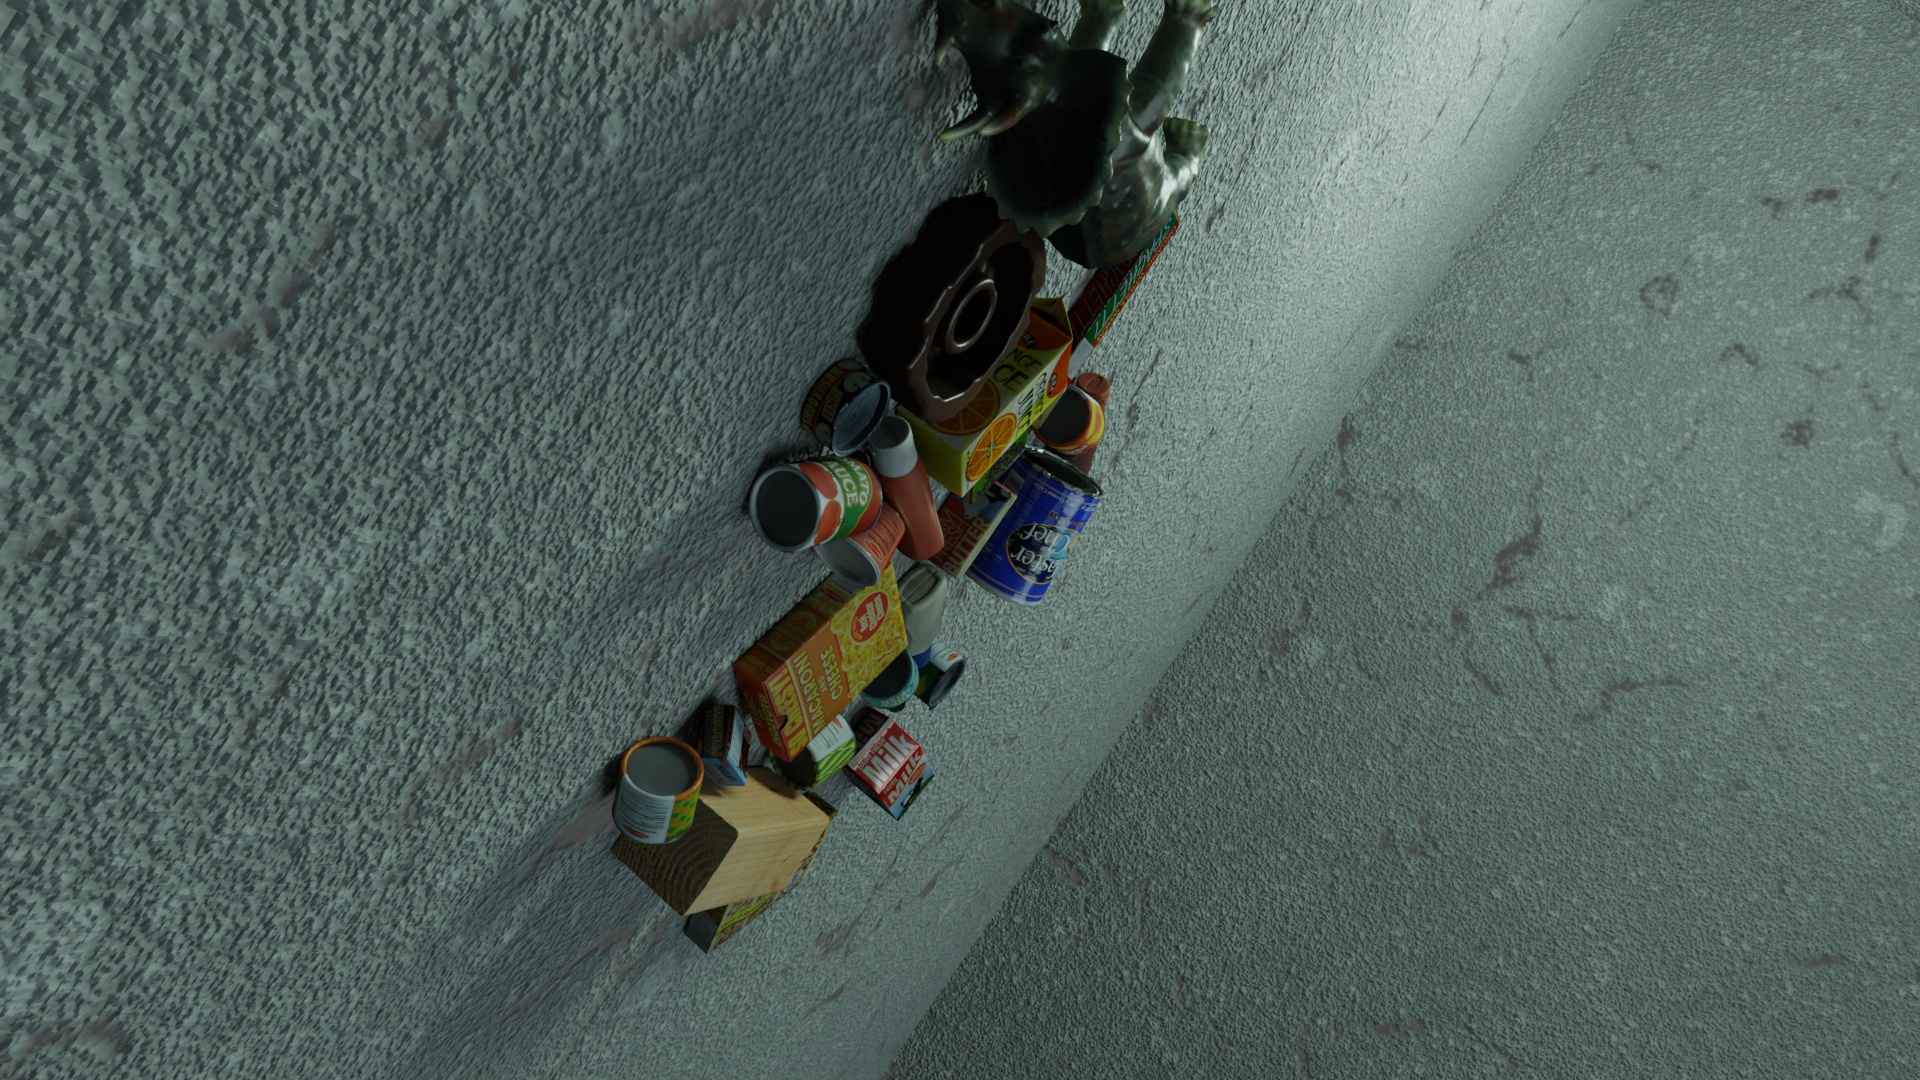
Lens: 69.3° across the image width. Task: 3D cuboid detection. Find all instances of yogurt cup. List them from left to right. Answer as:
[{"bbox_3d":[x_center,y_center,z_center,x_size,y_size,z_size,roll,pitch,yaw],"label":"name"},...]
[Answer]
[{"bbox_3d":[-0.083,-0.003,1.157,0.054,0.072,0.072,-54,164,-27],"label":"yogurt cup"}]

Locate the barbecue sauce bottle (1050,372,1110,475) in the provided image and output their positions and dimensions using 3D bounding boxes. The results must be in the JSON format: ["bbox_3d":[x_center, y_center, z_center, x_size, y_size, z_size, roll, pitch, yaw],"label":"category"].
[{"bbox_3d":[0.129,-0.117,1.514,0.065,0.044,0.147,-41,157,-37],"label":"barbecue sauce bottle"}]

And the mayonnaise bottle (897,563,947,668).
[{"bbox_3d":[-0.046,0.085,1.442,0.065,0.041,0.147,-43,160,-26],"label":"mayonnaise bottle"}]

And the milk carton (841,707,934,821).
[{"bbox_3d":[-0.089,0.252,1.579,0.072,0.073,0.189,-49,161,-15],"label":"milk carton"}]

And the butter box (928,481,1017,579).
[{"bbox_3d":[0.005,-0.017,1.366,0.103,0.053,0.024,-55,165,5],"label":"butter box"}]

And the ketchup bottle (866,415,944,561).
[{"bbox_3d":[-0.049,-0.046,1.172,0.043,0.065,0.148,-30,147,-12],"label":"ketchup bottle"}]

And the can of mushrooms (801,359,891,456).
[{"bbox_3d":[-0.085,-0.098,1.025,0.071,0.033,0.070,-47,161,-21],"label":"can of mushrooms"}]

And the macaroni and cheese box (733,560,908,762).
[{"bbox_3d":[-0.120,0.102,1.248,0.167,0.040,0.123,-44,147,-29],"label":"macaroni and cheese box"}]

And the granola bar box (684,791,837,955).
[{"bbox_3d":[-0.216,0.357,1.505,0.166,0.039,0.123,-27,148,-55],"label":"granola bar box"}]

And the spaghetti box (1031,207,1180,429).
[{"bbox_3d":[0.131,-0.222,1.354,0.250,0.029,0.050,-55,162,3],"label":"spaghetti box"}]

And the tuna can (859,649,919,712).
[{"bbox_3d":[-0.076,0.138,1.411,0.071,0.071,0.032,-51,160,-11],"label":"tuna can"}]

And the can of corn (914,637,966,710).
[{"bbox_3d":[-0.038,0.143,1.537,0.071,0.058,0.071,-47,161,-22],"label":"can of corn"}]

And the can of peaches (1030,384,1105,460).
[{"bbox_3d":[0.109,-0.121,1.415,0.071,0.071,0.058,-56,161,6],"label":"can of peaches"}]

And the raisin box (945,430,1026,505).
[{"bbox_3d":[0.024,-0.101,1.287,0.086,0.040,0.122,-46,161,-22],"label":"raisin box"}]

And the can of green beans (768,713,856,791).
[{"bbox_3d":[-0.146,0.204,1.362,0.058,0.071,0.071,-31,150,-50],"label":"can of green beans"}]

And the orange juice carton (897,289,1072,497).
[{"bbox_3d":[0.034,-0.136,1.193,0.193,0.073,0.071,-47,160,-23],"label":"orange juice carton"}]

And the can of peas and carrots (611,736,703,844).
[{"bbox_3d":[-0.242,0.198,1.114,0.071,0.071,0.058,-35,153,-46],"label":"can of peas and carrots"}]

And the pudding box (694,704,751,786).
[{"bbox_3d":[-0.203,0.177,1.193,0.083,0.030,0.050,83,9,-64],"label":"pudding box"}]

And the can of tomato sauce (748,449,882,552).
[{"bbox_3d":[-0.107,-0.031,1.038,0.083,0.071,0.071,-18,140,-60],"label":"can of tomato sauce"}]
